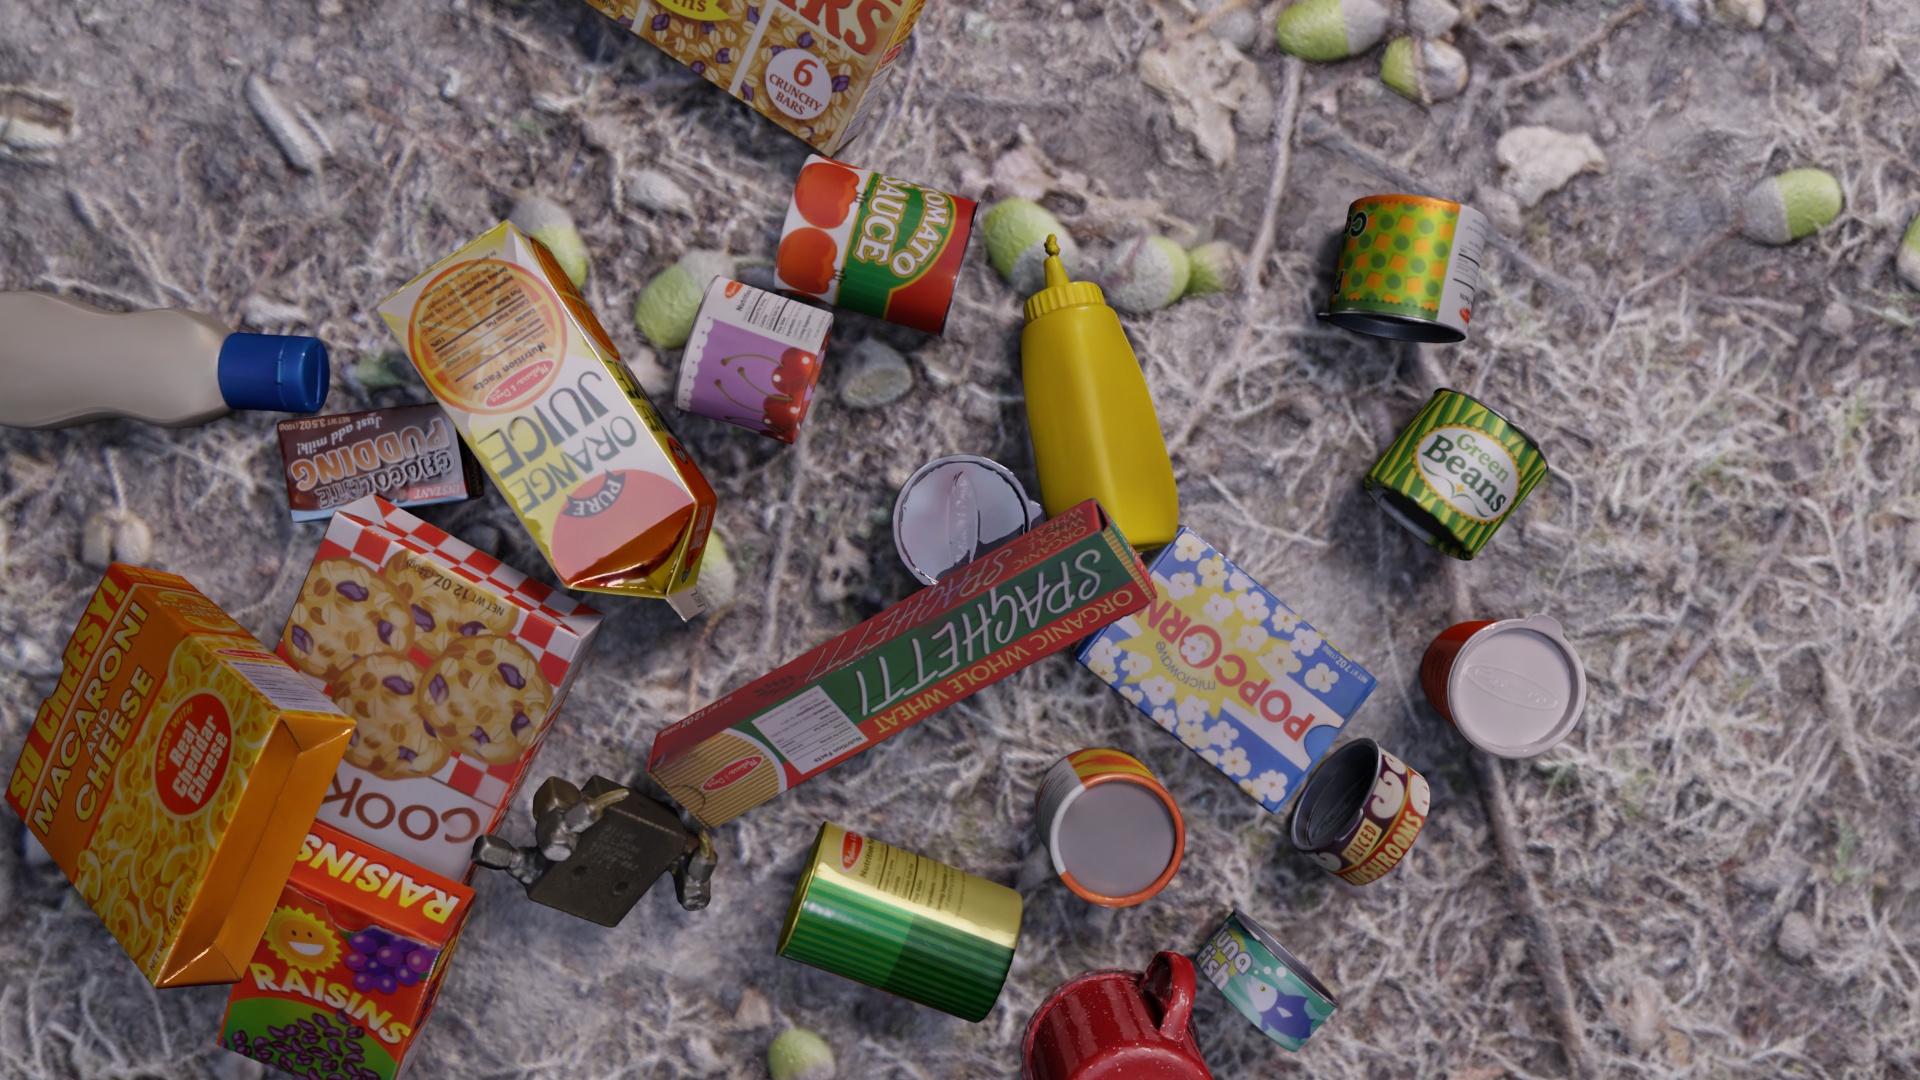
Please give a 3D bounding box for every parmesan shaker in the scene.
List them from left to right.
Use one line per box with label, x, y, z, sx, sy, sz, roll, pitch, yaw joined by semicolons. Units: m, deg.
parmesan shaker;-0.029;0.186;0.668;0.103;0.071;0.071;21;91;-5

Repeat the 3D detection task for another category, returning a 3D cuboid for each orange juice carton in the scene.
orange juice carton;-0.177;-0.044;0.647;0.073;0.072;0.192;-34;94;-1

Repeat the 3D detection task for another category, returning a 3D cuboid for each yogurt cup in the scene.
yogurt cup;0.266;0.070;0.690;0.072;0.054;0.072;0;93;-4

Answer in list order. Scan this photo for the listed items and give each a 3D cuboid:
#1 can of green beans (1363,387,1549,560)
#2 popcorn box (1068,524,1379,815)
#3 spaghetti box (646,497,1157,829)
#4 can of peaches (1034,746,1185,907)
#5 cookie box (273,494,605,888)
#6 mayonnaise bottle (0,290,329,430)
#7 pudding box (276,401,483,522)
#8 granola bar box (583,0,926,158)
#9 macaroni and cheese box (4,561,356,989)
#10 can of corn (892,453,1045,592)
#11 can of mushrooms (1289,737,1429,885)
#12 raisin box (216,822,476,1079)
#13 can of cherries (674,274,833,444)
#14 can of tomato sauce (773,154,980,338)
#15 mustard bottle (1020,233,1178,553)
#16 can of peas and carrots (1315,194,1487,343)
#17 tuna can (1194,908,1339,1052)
can of green beans;0.241;-0.032;0.678;0.071;0.071;0.058;40;90;-5
popcorn box;0.129;0.062;0.689;0.126;0.038;0.085;38;89;-4
spaghetti box;-0.030;0.060;0.641;0.249;0.029;0.050;-29;121;15
can of peaches;0.074;0.139;0.679;0.071;0.058;0.071;0;93;-3
cookie box;-0.260;0.082;0.648;0.123;0.040;0.167;28;102;-4
mayonnaise bottle;-0.377;-0.081;0.648;0.148;0.041;0.064;3;93;-5
pudding box;-0.275;-0.038;0.662;0.084;0.030;0.049;-7;94;-3
granola bar box;-0.097;-0.272;0.628;0.165;0.039;0.123;32;124;-5
macaroni and cheese box;-0.349;0.097;0.612;0.167;0.040;0.123;25;91;33
can of corn;0.002;-0.008;0.667;0.071;0.058;0.071;0;93;-4
can of mushrooms;0.195;0.134;0.680;0.033;0.071;0.071;36;90;-6
raisin box;-0.285;0.198;0.642;0.086;0.040;0.122;25;117;-4
can of cherries;-0.097;-0.082;0.655;0.058;0.071;0.071;17;92;-5
can of tomato sauce;-0.039;-0.139;0.653;0.083;0.071;0.071;16;92;-4
mustard bottle;0.060;-0.071;0.667;0.048;0.065;0.160;-21;77;39
can of peas and carrots;0.214;-0.131;0.673;0.071;0.071;0.058;11;92;-4
tuna can;0.148;0.215;0.682;0.071;0.071;0.033;41;90;-5
